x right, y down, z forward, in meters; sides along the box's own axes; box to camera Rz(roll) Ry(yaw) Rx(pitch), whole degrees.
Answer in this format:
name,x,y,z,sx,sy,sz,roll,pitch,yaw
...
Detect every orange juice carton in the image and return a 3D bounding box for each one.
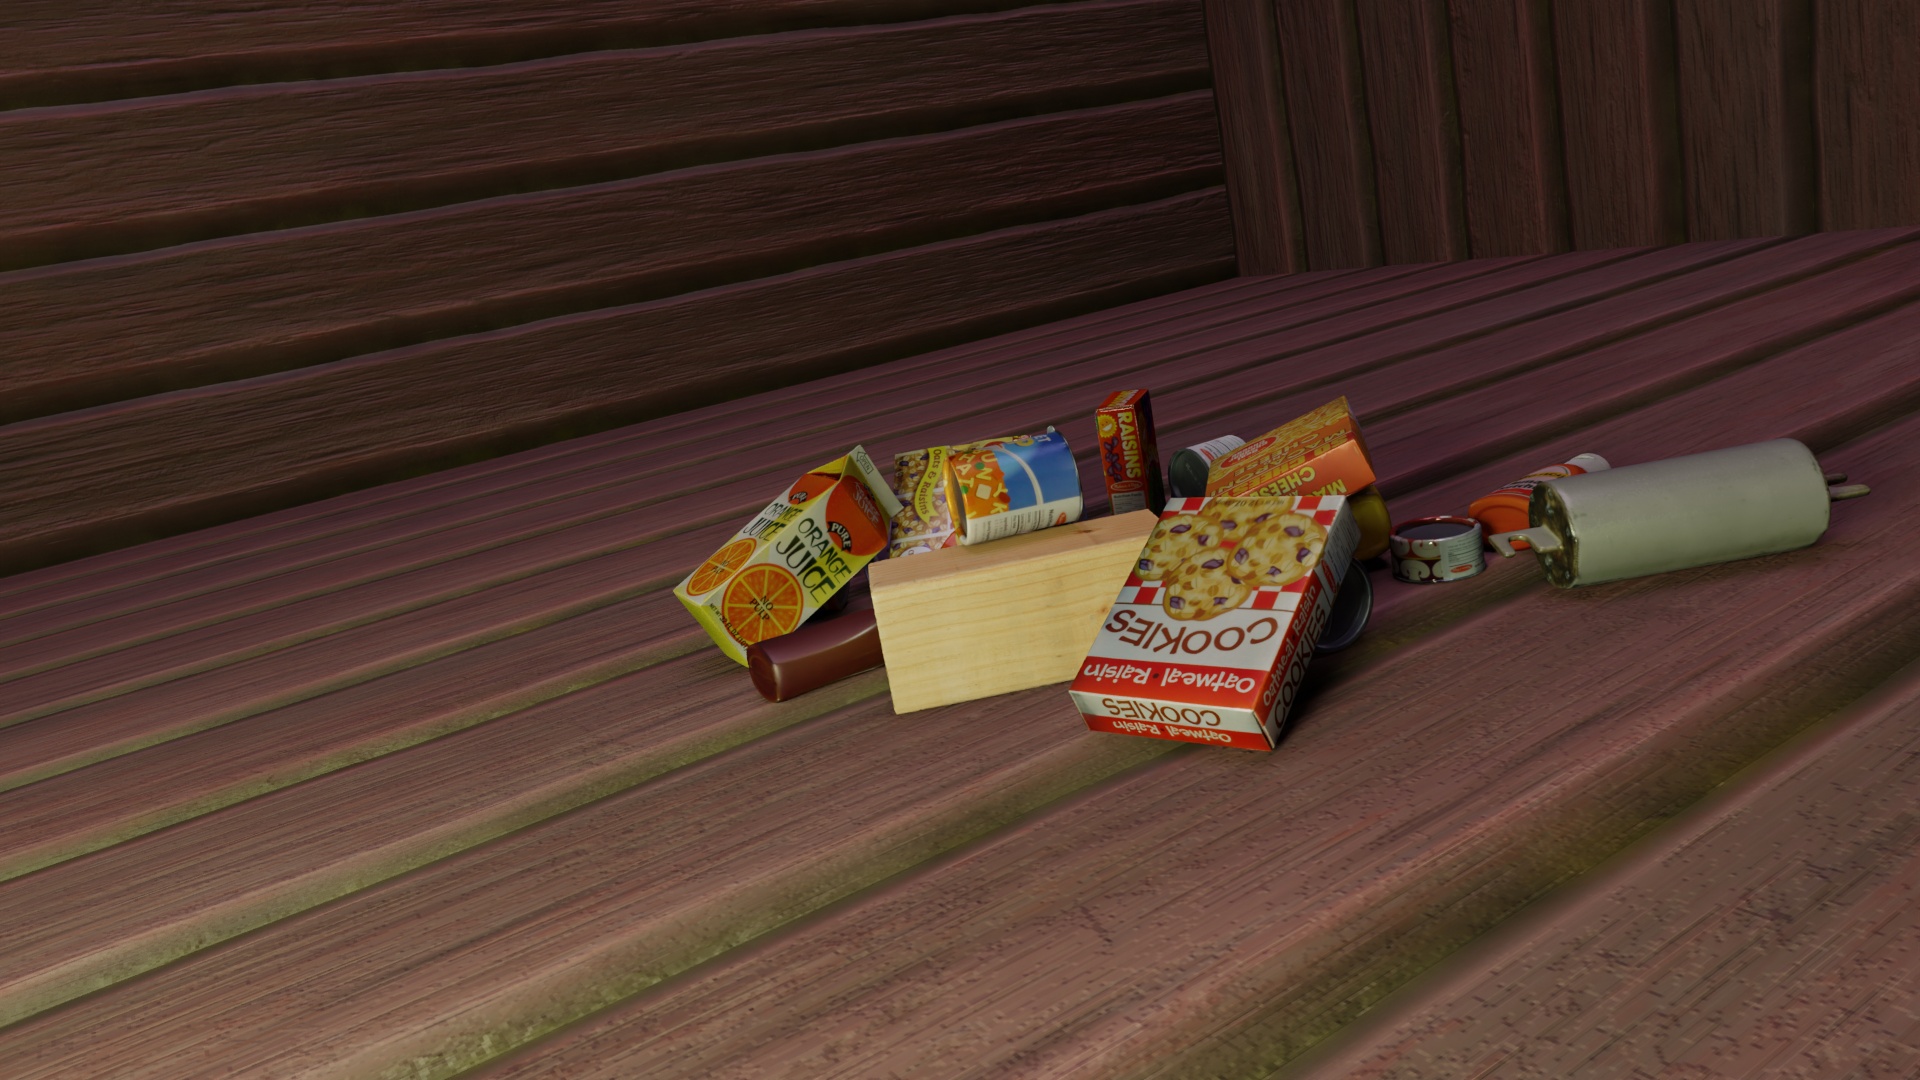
name,x,y,z,sx,sy,sz,roll,pitch,yaw
orange juice carton,-0.132,0.009,1.134,0.193,0.071,0.073,-43,25,-18

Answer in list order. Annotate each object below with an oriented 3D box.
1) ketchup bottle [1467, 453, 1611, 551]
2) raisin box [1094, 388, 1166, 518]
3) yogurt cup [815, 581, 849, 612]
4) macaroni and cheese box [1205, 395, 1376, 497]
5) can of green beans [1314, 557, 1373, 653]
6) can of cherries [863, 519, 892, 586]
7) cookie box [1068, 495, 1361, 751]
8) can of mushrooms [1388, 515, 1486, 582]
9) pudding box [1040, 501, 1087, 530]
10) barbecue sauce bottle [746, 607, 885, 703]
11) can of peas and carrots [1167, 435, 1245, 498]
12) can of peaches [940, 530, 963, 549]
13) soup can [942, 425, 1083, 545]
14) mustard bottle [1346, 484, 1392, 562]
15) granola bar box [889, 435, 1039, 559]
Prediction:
name,x,y,z,sx,sy,sz,roll,pitch,yaw
ketchup bottle,0.457,-0.032,1.077,0.149,0.043,0.064,-21,17,-39
raisin box,0.161,-0.074,1.303,0.040,0.123,0.086,-5,14,20
yogurt cup,-0.129,0.033,1.213,0.054,0.072,0.072,0,15,10
macaroni and cheese box,0.255,-0.054,1.081,0.123,0.040,0.167,-27,9,19
can of green beans,0.228,0.036,0.919,0.071,0.071,0.058,-15,13,-19
can of cherries,-0.058,0.006,1.251,0.058,0.071,0.071,-13,13,-13
cookie box,0.155,0.045,0.838,0.123,0.040,0.168,1,46,39
can of mushrooms,0.349,0.006,1.023,0.071,0.033,0.071,-10,14,3
pudding box,0.089,-0.019,1.332,0.049,0.030,0.084,-7,13,18
barbecue sauce bottle,-0.080,0.078,1.031,0.149,0.043,0.065,-16,15,-26
can of peas and carrots,0.239,-0.060,1.318,0.059,0.070,0.071,-17,15,-28
can of peaches,0.016,0.029,1.071,0.058,0.071,0.071,24,28,24
soup can,0.035,-0.039,0.982,0.084,0.071,0.071,-13,13,-12
mustard bottle,0.298,-0.023,1.120,0.049,0.065,0.160,-16,11,-1
granola bar box,0.004,-0.015,1.184,0.124,0.039,0.166,-8,46,8
